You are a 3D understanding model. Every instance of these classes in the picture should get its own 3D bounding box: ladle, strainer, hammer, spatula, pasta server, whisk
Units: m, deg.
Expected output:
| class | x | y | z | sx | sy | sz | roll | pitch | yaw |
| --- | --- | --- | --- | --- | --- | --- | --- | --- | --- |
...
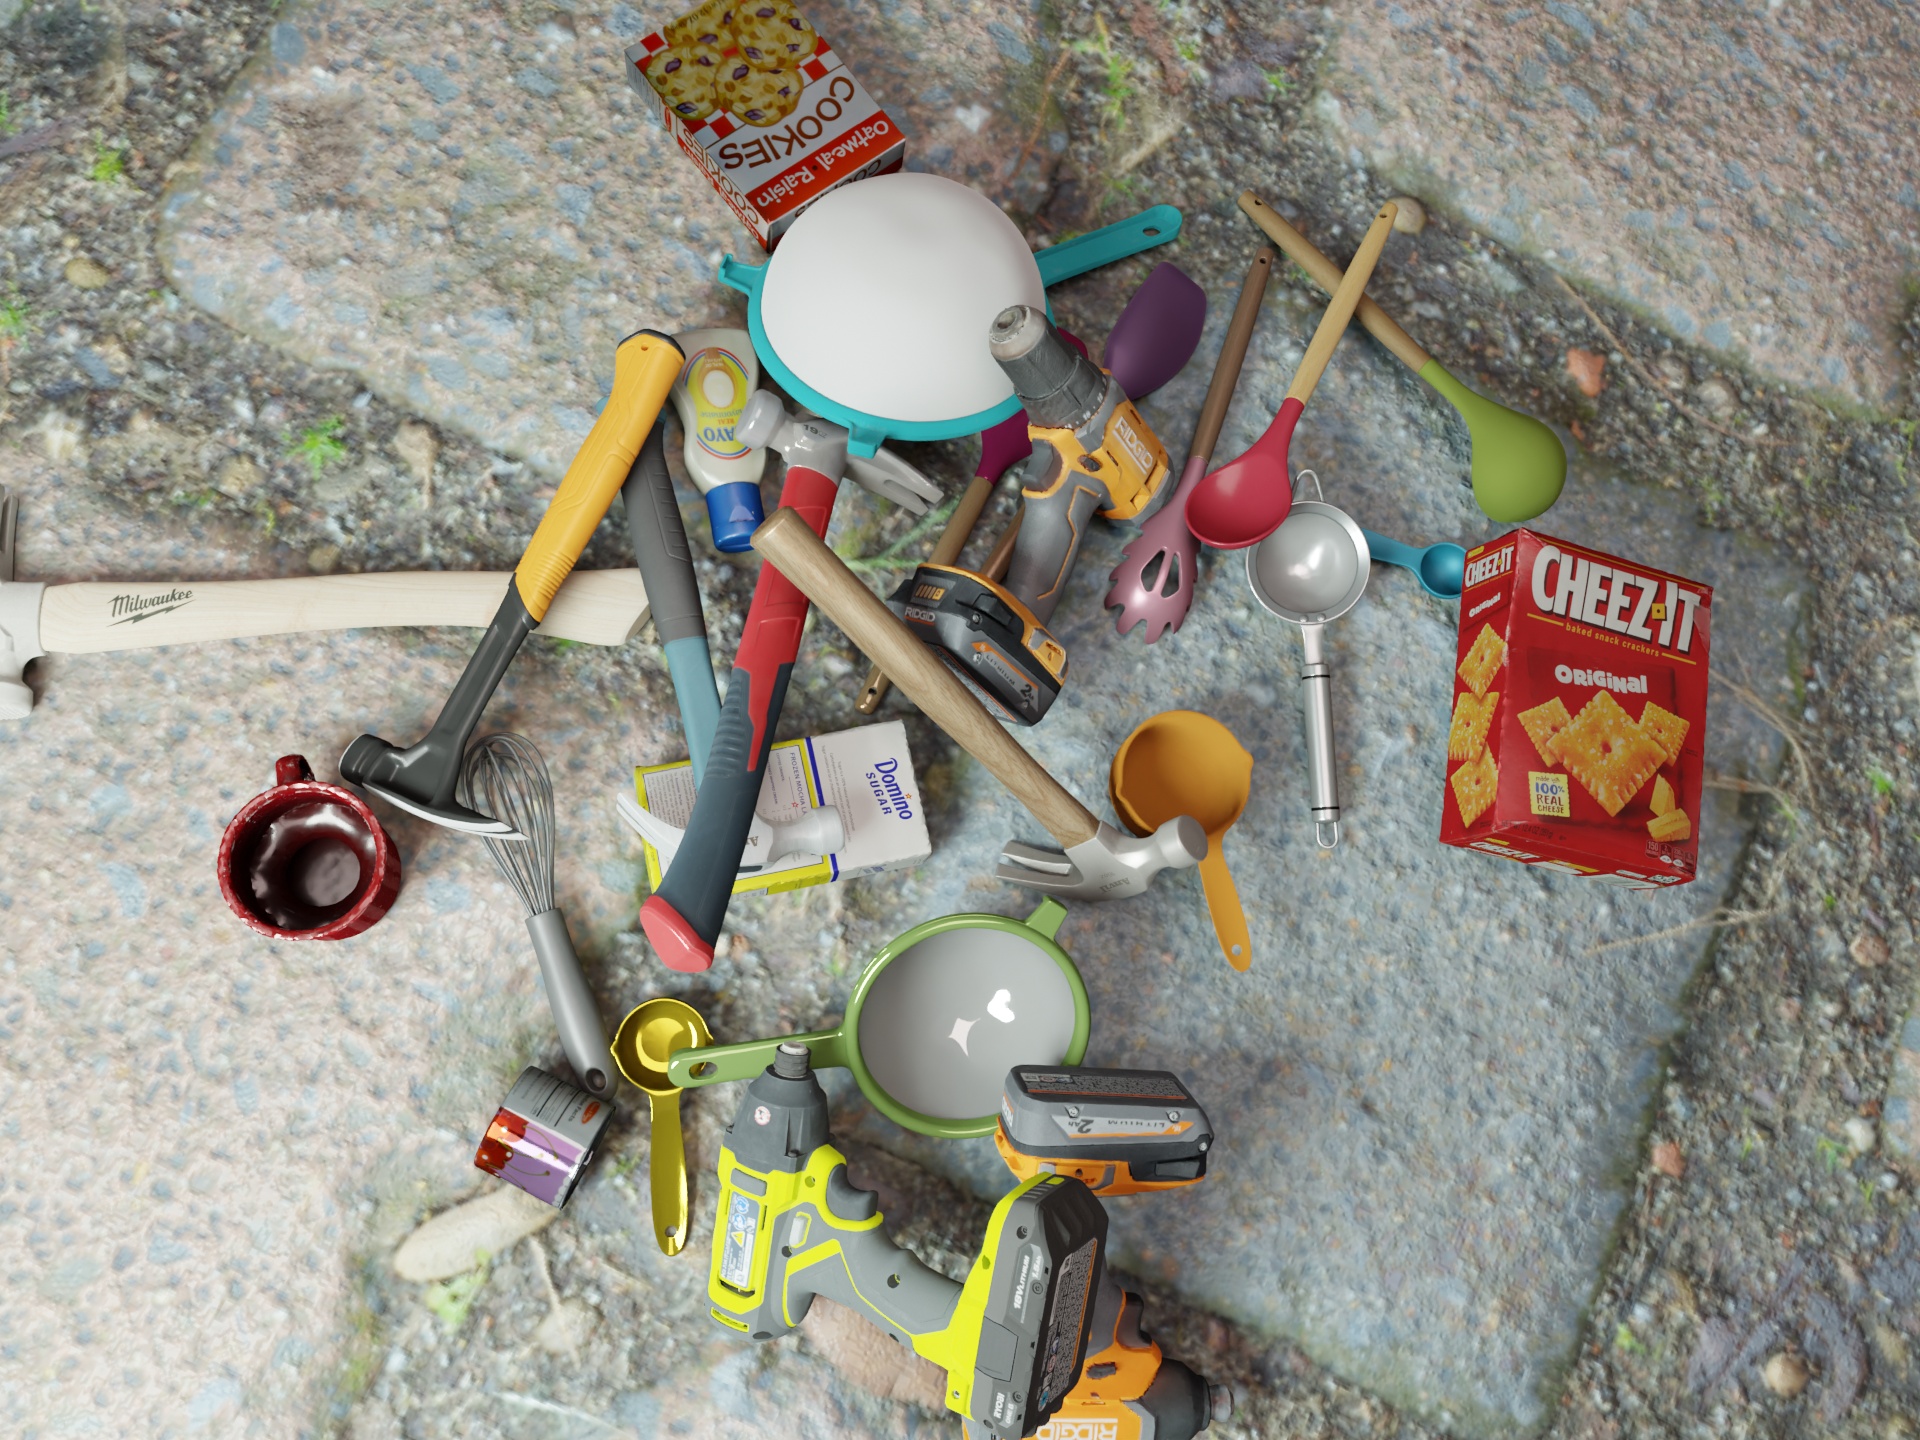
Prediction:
| class | x | y | z | sx | sy | sz | roll | pitch | yaw |
| --- | --- | --- | --- | --- | --- | --- | --- | --- | --- |
| ladle | 0.241 | -0.242 | 1.109 | 0.069 | 0.031 | 0.315 | 20 | 71 | 24 |
| strainer | 0.021 | -0.318 | 1.071 | 0.340 | 0.095 | 0.211 | -26 | 64 | -22 |
| hammer | -0.002 | -0.003 | 0.967 | 0.331 | 0.130 | 0.031 | 44 | 43 | -18 |
| spatula | 0.085 | -0.193 | 1.113 | 0.059 | 0.018 | 0.316 | 37 | 74 | -11 |
| pasta server | 0.173 | -0.202 | 1.126 | 0.060 | 0.040 | 0.316 | 21 | 71 | -3 |
| hammer | -0.106 | -0.025 | 0.963 | 0.143 | 0.038 | 0.387 | 25 | 56 | -22 |
| strainer | -0.051 | 0.185 | 0.981 | 0.256 | 0.069 | 0.151 | -8 | 108 | -3 |
| hammer | -0.175 | -0.060 | 1.001 | 0.128 | 0.033 | 0.331 | -11 | 71 | -18 |
| ladle | 0.315 | -0.270 | 1.159 | 0.078 | 0.062 | 0.320 | -39 | 79 | -18 |
| strainer | 0.241 | -0.041 | 1.091 | 0.087 | 0.050 | 0.258 | -2 | 83 | -1 |
| hammer | -0.250 | -0.092 | 0.977 | 0.127 | 0.034 | 0.337 | 19 | 76 | 21 |
| hammer | -0.406 | -0.083 | 1.009 | 0.410 | 0.038 | 0.146 | -3 | 76 | -9 |
| whisk | -0.254 | 0.120 | 0.982 | 0.055 | 0.055 | 0.239 | -19 | 85 | -12 |

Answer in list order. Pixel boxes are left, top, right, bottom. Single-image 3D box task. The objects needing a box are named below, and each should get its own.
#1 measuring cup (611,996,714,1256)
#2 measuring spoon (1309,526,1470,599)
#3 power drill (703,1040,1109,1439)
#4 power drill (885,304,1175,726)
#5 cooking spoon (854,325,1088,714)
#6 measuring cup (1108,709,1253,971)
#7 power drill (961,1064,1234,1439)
| class | x | y | z | sx | sy | sz | roll | pitch | yaw |
| --- | --- | --- | --- | --- | --- | --- | --- | --- | --- |
| measuring cup | -0.180 | 0.247 | 0.976 | 0.062 | 0.029 | 0.156 | -2 | 89 | -10 |
| measuring spoon | 0.302 | -0.118 | 1.132 | 0.128 | 0.021 | 0.042 | 19 | 75 | 6 |
| power drill | -0.038 | 0.288 | 0.889 | 0.223 | 0.080 | 0.171 | 13 | 98 | 28 |
| power drill | 0.040 | -0.133 | 1.019 | 0.084 | 0.185 | 0.226 | 16 | 71 | 42 |
| cooking spoon | 0.005 | -0.142 | 1.090 | 0.068 | 0.017 | 0.319 | 28 | 74 | -2 |
| measuring cup | 0.153 | 0.081 | 1.045 | 0.095 | 0.052 | 0.174 | -14 | 82 | -11 |
| power drill | 0.090 | 0.327 | 0.945 | 0.164 | 0.084 | 0.226 | 5 | 95 | -8 |
